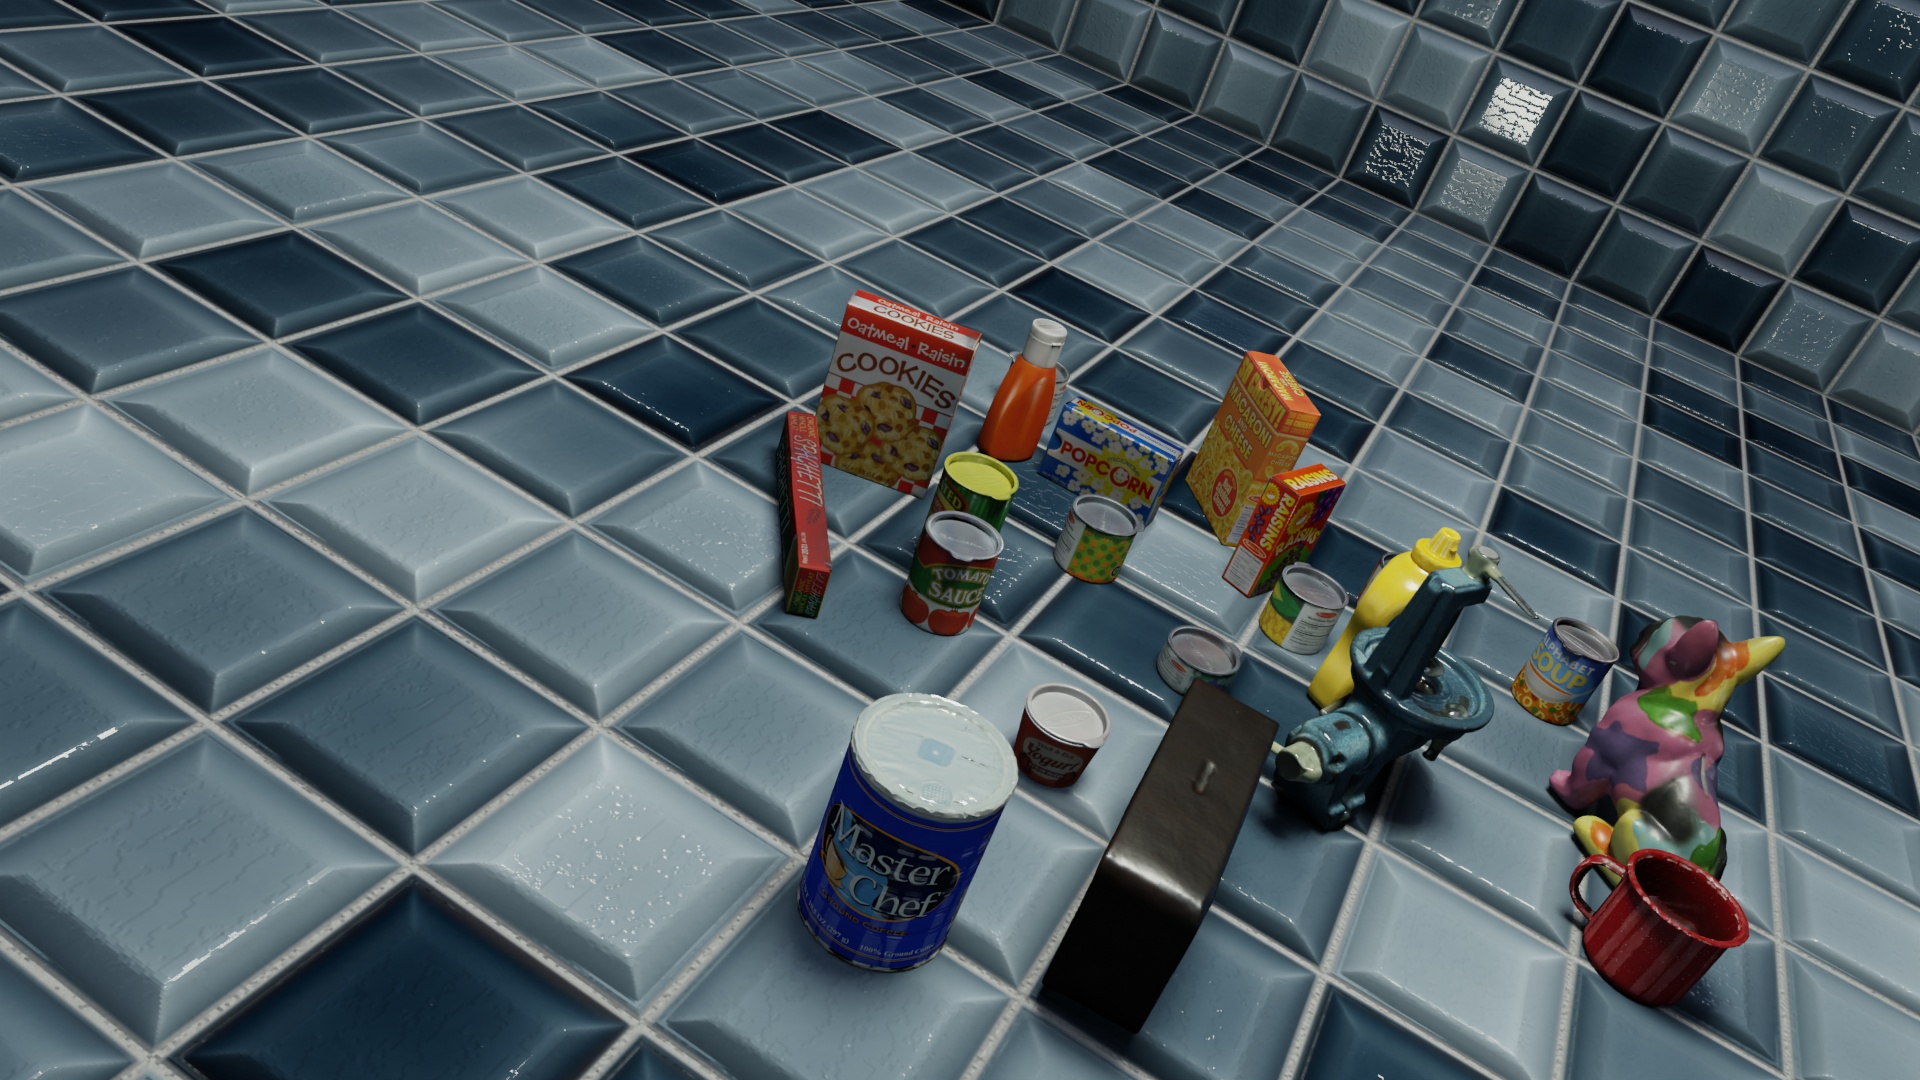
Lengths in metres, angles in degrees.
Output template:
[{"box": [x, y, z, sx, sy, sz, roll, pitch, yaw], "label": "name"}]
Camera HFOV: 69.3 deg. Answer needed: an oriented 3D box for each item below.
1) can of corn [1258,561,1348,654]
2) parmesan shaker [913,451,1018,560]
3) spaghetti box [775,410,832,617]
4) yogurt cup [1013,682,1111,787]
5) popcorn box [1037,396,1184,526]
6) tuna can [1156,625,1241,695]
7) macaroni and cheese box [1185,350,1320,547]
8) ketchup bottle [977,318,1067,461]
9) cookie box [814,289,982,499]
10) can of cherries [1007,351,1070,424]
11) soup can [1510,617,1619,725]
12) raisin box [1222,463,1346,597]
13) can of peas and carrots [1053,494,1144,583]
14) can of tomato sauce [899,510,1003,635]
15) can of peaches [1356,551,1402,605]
[{"box": [0.322, 0.064, 1.311, 0.071, 0.058, 0.071, 15, 32, -9], "label": "can of corn"}, {"box": [0.004, -0.015, 1.209, 0.071, 0.102, 0.072, 15, 32, -9], "label": "parmesan shaker"}, {"box": [-0.137, -0.030, 1.202, 0.029, 0.050, 0.251, 10, 33, -16], "label": "spaghetti box"}, {"box": [0.073, 0.148, 1.045, 0.072, 0.053, 0.073, 15, 32, -9], "label": "yogurt cup"}, {"box": [0.152, -0.080, 1.409, 0.127, 0.084, 0.038, 29, 32, 14], "label": "popcorn box"}, {"box": [0.208, 0.106, 1.205, 0.071, 0.032, 0.071, 15, 32, -9], "label": "tuna can"}, {"box": [0.298, -0.094, 1.436, 0.040, 0.165, 0.124, 8, 33, -19], "label": "macaroni and cheese box"}, {"box": [0.068, -0.152, 1.411, 0.065, 0.148, 0.044, -4, 39, -34], "label": "ketchup bottle"}, {"box": [-0.064, -0.135, 1.293, 0.123, 0.166, 0.040, 20, 31, -1], "label": "cookie box"}, {"box": [0.078, -0.168, 1.528, 0.071, 0.058, 0.072, 15, 32, -9], "label": "can of cherries"}, {"box": [0.579, 0.127, 1.336, 0.071, 0.083, 0.072, 15, 32, -9], "label": "soup can"}, {"box": [0.316, -0.010, 1.360, 0.086, 0.122, 0.040, -13, 44, -42], "label": "raisin box"}, {"box": [0.129, -0.001, 1.300, 0.071, 0.058, 0.071, 15, 32, -9], "label": "can of peas and carrots"}, {"box": [-0.008, 0.029, 1.154, 0.071, 0.082, 0.071, 15, 32, -9], "label": "can of tomato sauce"}, {"box": [0.441, 0.054, 1.394, 0.071, 0.057, 0.071, 15, 32, -9], "label": "can of peaches"}]
